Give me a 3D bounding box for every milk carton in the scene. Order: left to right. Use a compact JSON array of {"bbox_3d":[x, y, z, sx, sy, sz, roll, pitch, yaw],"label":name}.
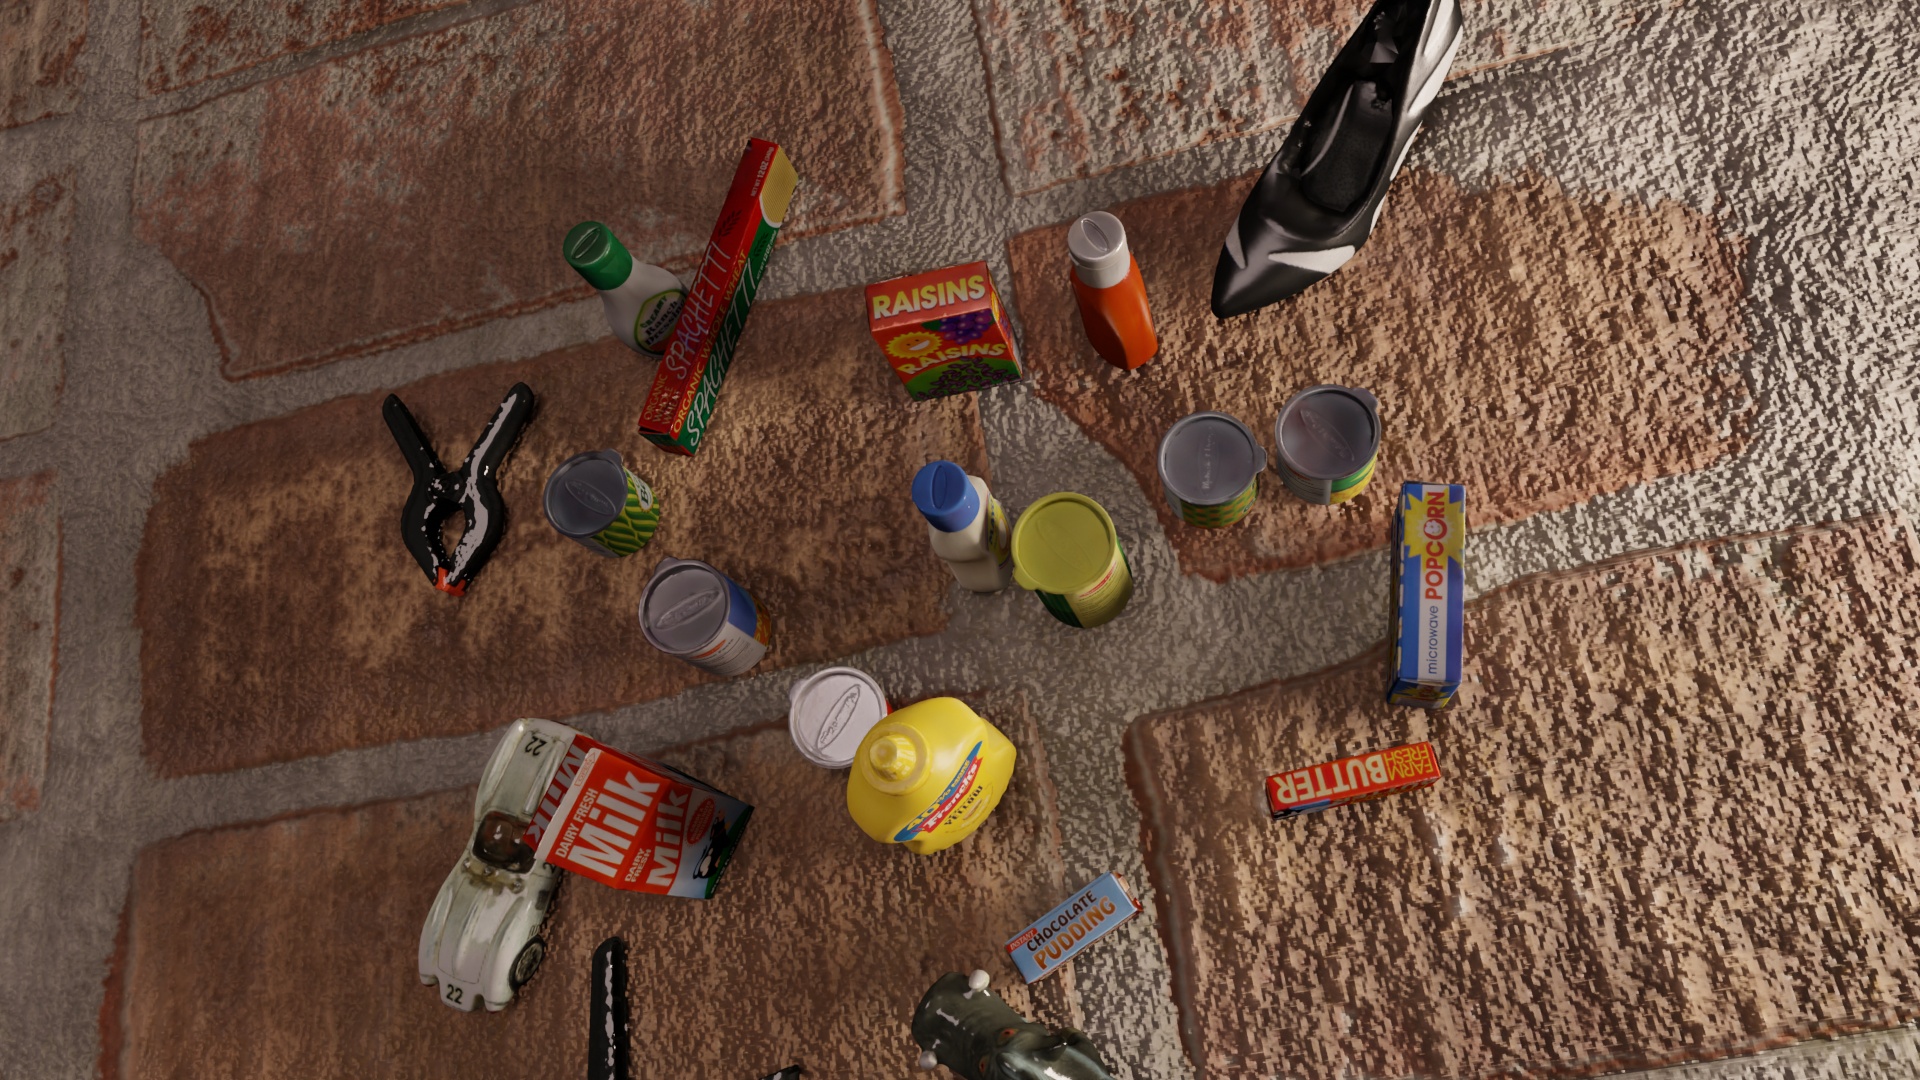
[{"bbox_3d":[-0.207,0.176,0.880,0.073,0.190,0.072,21,80,18],"label":"milk carton"}]

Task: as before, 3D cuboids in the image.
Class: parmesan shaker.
[{"bbox_3d":[0.073,0.017,0.913,0.071,0.103,0.071,-4,73,12],"label":"parmesan shaker"}]

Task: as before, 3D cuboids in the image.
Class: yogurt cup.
[{"bbox_3d":[-0.076,0.123,0.940,0.072,0.054,0.072,-4,73,12],"label":"yogurt cup"}]

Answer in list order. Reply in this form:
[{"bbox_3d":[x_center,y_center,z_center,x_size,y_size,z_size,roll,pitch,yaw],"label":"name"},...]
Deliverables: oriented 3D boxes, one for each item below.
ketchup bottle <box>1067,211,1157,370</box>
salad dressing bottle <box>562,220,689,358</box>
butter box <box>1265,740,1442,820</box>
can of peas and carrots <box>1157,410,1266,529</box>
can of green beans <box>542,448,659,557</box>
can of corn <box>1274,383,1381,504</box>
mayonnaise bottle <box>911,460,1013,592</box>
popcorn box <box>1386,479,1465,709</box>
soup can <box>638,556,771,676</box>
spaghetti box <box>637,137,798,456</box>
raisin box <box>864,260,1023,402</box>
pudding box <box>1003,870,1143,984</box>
[{"bbox_3d":[0.100,-0.170,0.940,0.043,0.148,0.065,-35,69,1],"label":"ketchup bottle"},{"bbox_3d":[-0.242,-0.183,1.022,0.044,0.147,0.064,39,85,20],"label":"salad dressing bottle"},{"bbox_3d":[0.241,0.149,0.860,0.103,0.053,0.024,-14,71,8],"label":"butter box"},{"bbox_3d":[0.170,-0.046,0.934,0.071,0.058,0.071,-4,73,12],"label":"can of peas and carrots"},{"bbox_3d":[-0.264,-0.026,1.026,0.071,0.057,0.071,-4,73,12],"label":"can of green beans"},{"bbox_3d":[0.245,-0.064,0.923,0.071,0.058,0.071,-4,73,12],"label":"can of corn"},{"bbox_3d":[0.003,-0.011,0.913,0.041,0.148,0.065,-1,73,13],"label":"mayonnaise bottle"},{"bbox_3d":[0.290,0.036,0.867,0.038,0.085,0.127,3,74,14],"label":"popcorn box"},{"bbox_3d":[-0.177,0.053,0.968,0.071,0.083,0.071,-4,73,12],"label":"soup can"},{"bbox_3d":[-0.183,-0.186,1.062,0.029,0.050,0.250,14,77,17],"label":"spaghetti box"},{"bbox_3d":[-0.009,-0.144,0.970,0.086,0.123,0.040,-10,72,10],"label":"raisin box"},{"bbox_3d":[0.072,0.242,0.871,0.084,0.049,0.030,-35,69,1],"label":"pudding box"}]
